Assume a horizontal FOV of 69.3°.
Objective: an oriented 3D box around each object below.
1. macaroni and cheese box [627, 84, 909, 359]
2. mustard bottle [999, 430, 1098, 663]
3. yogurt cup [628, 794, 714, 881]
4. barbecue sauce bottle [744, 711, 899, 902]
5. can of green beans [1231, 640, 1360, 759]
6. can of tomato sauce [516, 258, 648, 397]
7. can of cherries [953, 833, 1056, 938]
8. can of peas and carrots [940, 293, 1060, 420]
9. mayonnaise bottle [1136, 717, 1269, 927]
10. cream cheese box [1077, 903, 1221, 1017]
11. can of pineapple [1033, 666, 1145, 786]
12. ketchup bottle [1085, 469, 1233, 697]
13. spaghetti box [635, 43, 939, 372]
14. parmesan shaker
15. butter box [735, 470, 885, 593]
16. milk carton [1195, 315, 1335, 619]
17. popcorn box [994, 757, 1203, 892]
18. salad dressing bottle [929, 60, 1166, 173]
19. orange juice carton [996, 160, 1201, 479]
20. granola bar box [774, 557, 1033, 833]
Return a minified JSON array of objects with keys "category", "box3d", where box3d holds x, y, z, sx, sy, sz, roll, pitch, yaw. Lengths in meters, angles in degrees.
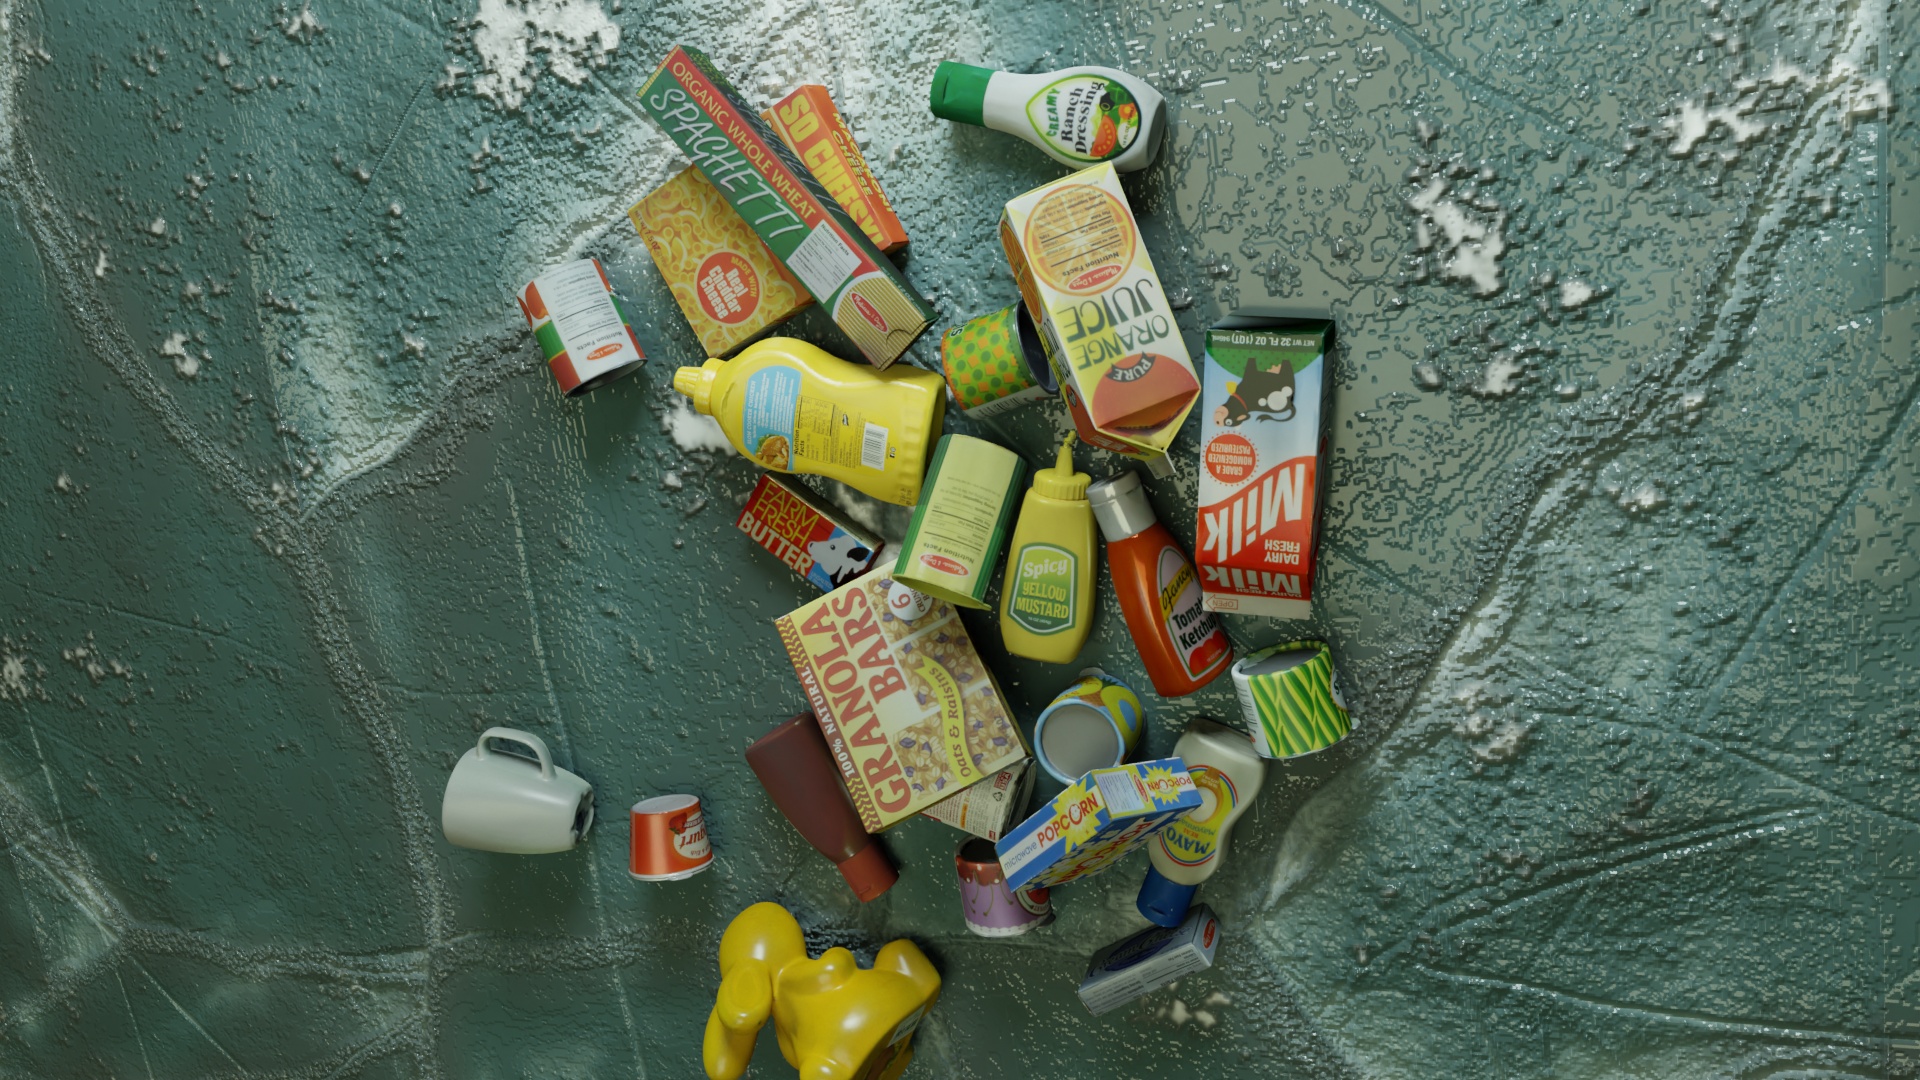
[{"category":"macaroni and cheese box","box3d":[-0.135,-0.220,0.971,0.166,0.040,0.123,-27,94,25]},{"category":"mustard bottle","box3d":[0.064,0.003,0.952,0.065,0.049,0.159,8,107,13]},{"category":"yogurt cup","box3d":[-0.235,0.238,1.118,0.072,0.072,0.054,-4,95,21]},{"category":"barbecue sauce bottle","box3d":[-0.102,0.208,1.072,0.064,0.044,0.148,-32,92,25]},{"category":"can of green beans","box3d":[0.218,0.104,0.913,0.071,0.071,0.057,-15,98,23]},{"category":"can of tomato sauce","box3d":[-0.281,-0.156,1.029,0.071,0.071,0.083,-24,95,24]},{"category":"can of cherries","box3d":[0.034,0.249,1.020,0.071,0.072,0.058,-5,101,21]},{"category":"can of peas and carrots","box3d":[0.027,-0.122,0.924,0.058,0.071,0.071,-18,98,24]},{"category":"mayonnaise bottle","box3d":[0.164,0.201,0.972,0.065,0.041,0.147,23,110,15]},{"category":"cream cheese box","box3d":[0.136,0.303,1.003,0.103,0.053,0.024,-33,93,25]},{"category":"can of pineapple","box3d":[0.090,0.131,0.971,0.071,0.058,0.070,5,103,21]},{"category":"ketchup bottle","box3d":[0.128,0.026,0.924,0.043,0.065,0.148,-16,102,49]},{"category":"spaghetti box","box3d":[-0.115,-0.222,0.924,0.050,0.029,0.250,-42,88,25]},{"category":"parmesan shaker","box3d":[0.003,-0.012,0.941,0.071,0.071,0.103,16,80,16]},{"category":"butter box","box3d":[-0.112,-0.004,1.029,0.103,0.024,0.053,35,112,8]},{"category":"milk carton","box3d":[0.192,-0.043,0.880,0.072,0.074,0.190,5,106,19]},{"category":"popcorn box","box3d":[0.092,0.195,0.951,0.126,0.085,0.038,-47,54,43]},{"category":"salad dressing bottle","box3d":[0.054,-0.274,0.885,0.148,0.044,0.064,16,108,16]},{"category":"orange juice carton","box3d":[0.093,-0.129,0.873,0.073,0.072,0.192,-22,90,-3]},{"category":"granola bar box","box3d":[-0.041,0.105,0.978,0.124,0.039,0.166,-27,74,4]}]
